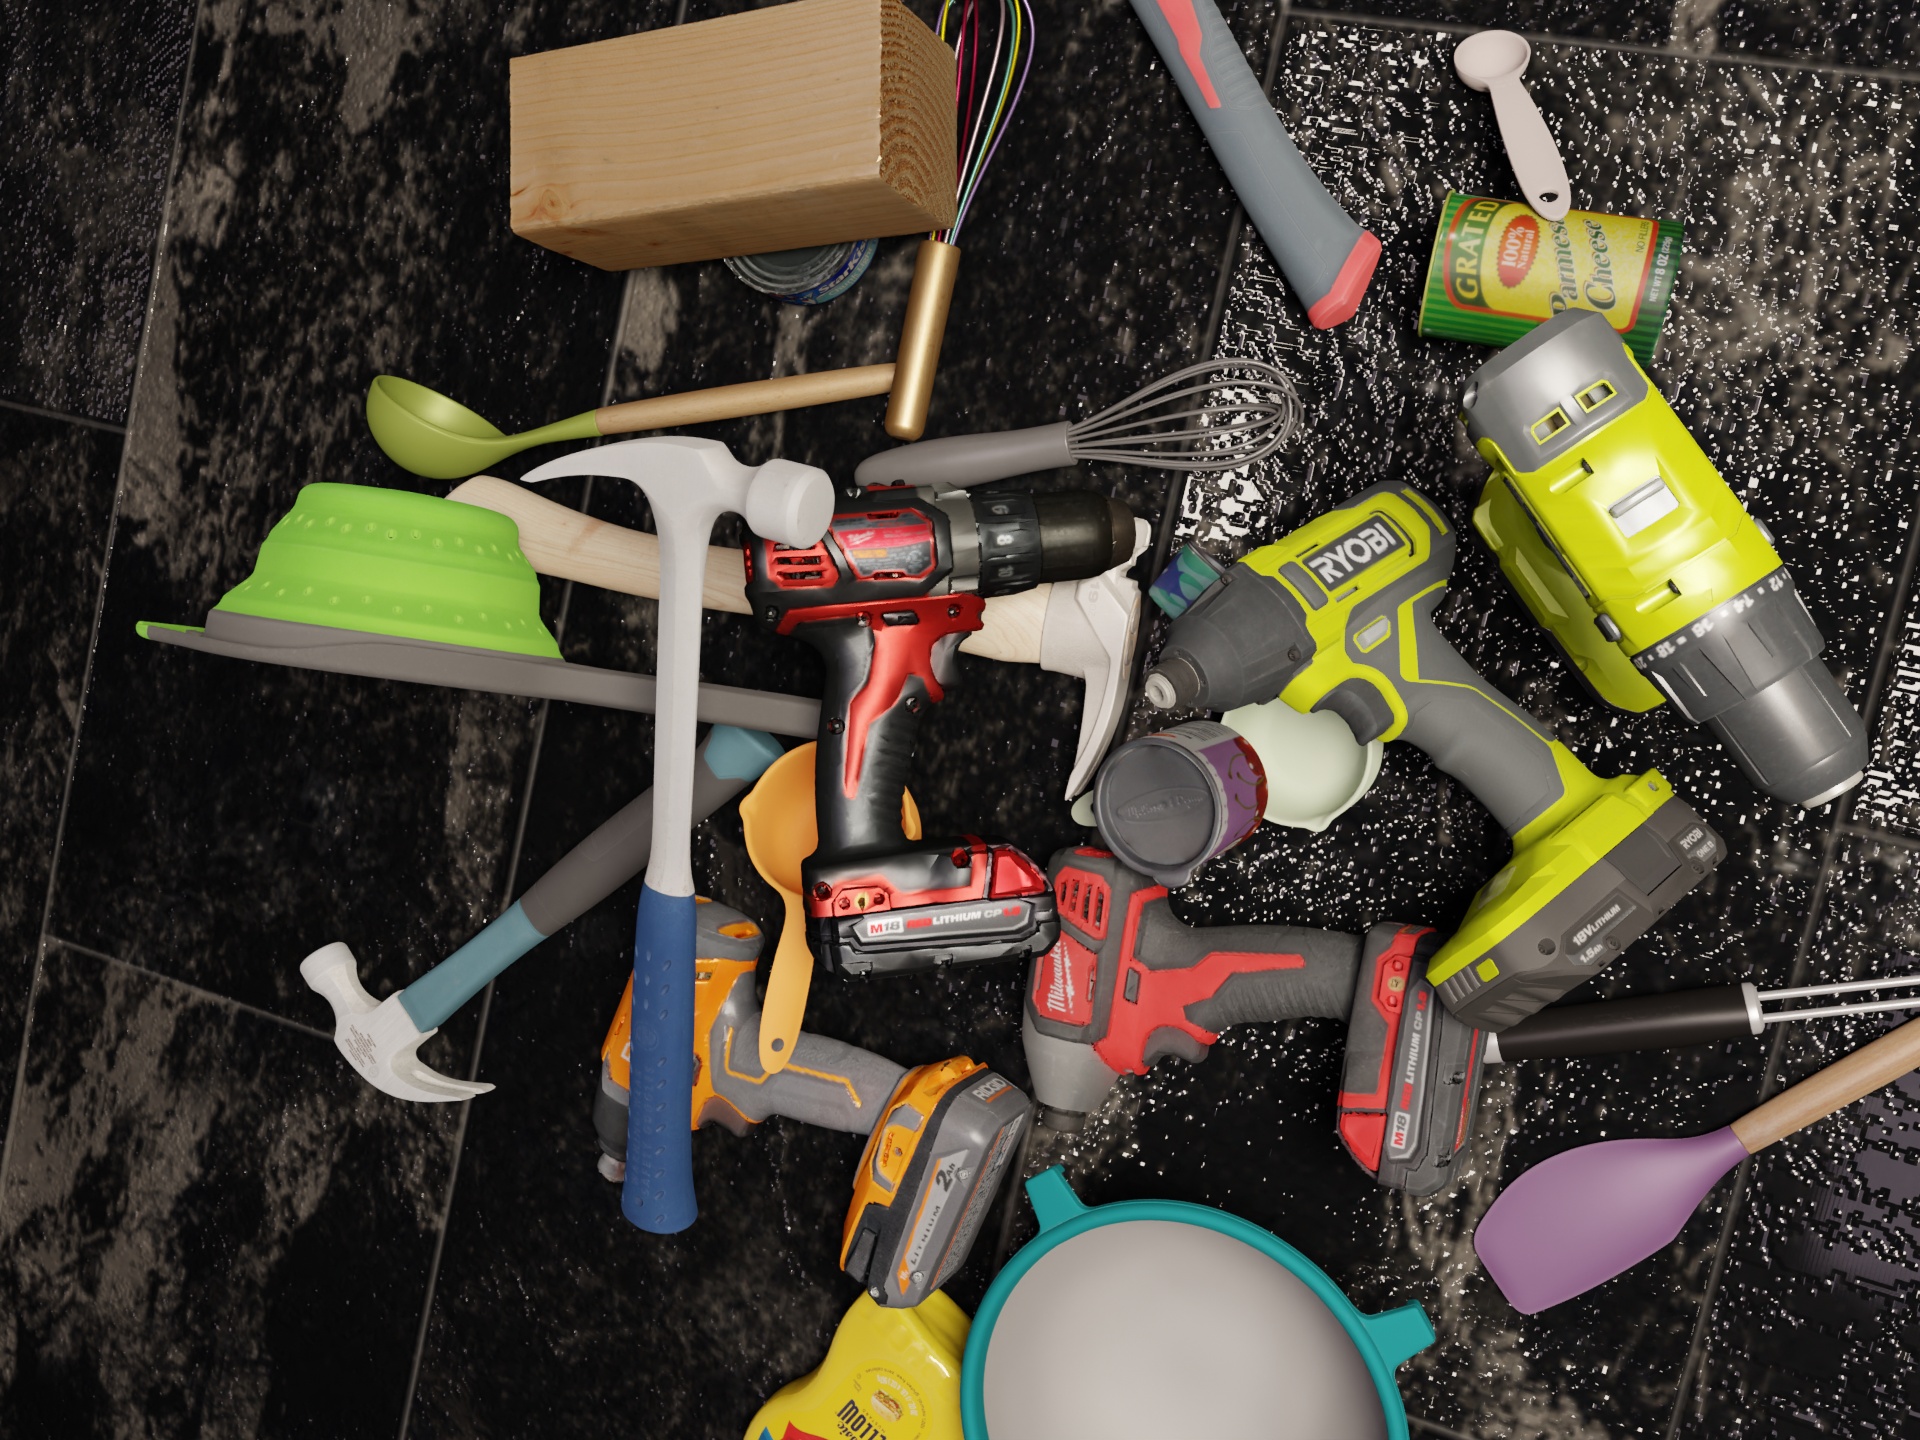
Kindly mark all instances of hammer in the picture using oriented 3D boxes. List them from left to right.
[{"bbox_3d":[-0.234,0.103,0.909,0.331,0.033,0.128,-38,80,15],"label":"hammer"},{"bbox_3d":[-0.140,0.066,0.747,0.144,0.035,0.405,17,115,24],"label":"hammer"},{"bbox_3d":[-0.108,-0.065,0.865,0.411,0.038,0.146,11,96,17],"label":"hammer"},{"bbox_3d":[0.087,-0.361,0.796,0.143,0.038,0.386,-28,83,17],"label":"hammer"}]

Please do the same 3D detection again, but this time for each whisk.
[{"bbox_3d":[-0.010,-0.267,0.819,0.051,0.047,0.245,13,93,18],"label":"whisk"},{"bbox_3d":[0.054,-0.142,0.808,0.239,0.055,0.055,-7,89,21],"label":"whisk"}]

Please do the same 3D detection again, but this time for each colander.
[{"bbox_3d":[-0.214,-0.059,0.826,0.397,0.204,0.094,8,91,7],"label":"colander"}]

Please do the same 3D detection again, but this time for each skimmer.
[{"bbox_3d":[0.398,0.101,0.671,0.363,0.090,0.127,-13,51,24],"label":"skimmer"}]

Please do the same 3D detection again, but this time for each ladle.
[{"bbox_3d":[-0.175,-0.180,0.874,0.320,0.078,0.062,-6,99,11],"label":"ladle"}]

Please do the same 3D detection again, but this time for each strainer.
[{"bbox_3d":[0.098,0.388,0.781,0.211,0.095,0.340,16,98,19],"label":"strainer"}]

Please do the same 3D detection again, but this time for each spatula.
[{"bbox_3d":[0.378,0.177,0.727,0.316,0.018,0.060,-36,75,16],"label":"spatula"}]

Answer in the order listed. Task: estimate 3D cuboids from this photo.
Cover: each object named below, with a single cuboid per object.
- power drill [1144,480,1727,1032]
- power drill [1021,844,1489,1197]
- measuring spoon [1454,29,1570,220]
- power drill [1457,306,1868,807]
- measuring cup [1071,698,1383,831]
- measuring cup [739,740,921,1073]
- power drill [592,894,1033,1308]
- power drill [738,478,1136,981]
[{"bbox_3d":[0.197,0.013,0.686,0.171,0.080,0.223,-30,72,-28],"label":"power drill"},{"bbox_3d":[0.133,0.148,0.764,0.220,0.078,0.143,10,89,26],"label":"power drill"},{"bbox_3d":[0.256,-0.270,0.731,0.034,0.018,0.124,-11,60,8],"label":"measuring spoon"},{"bbox_3d":[0.277,-0.057,0.642,0.080,0.228,0.190,-35,81,15],"label":"power drill"},{"bbox_3d":[0.132,0.024,0.797,0.167,0.038,0.083,-20,87,34],"label":"measuring cup"},{"bbox_3d":[-0.072,0.098,0.822,0.095,0.052,0.174,7,72,14],"label":"measuring cup"},{"bbox_3d":[-0.093,0.212,0.845,0.226,0.084,0.164,26,100,19],"label":"power drill"},{"bbox_3d":[-0.001,-0.002,0.754,0.188,0.080,0.227,-6,91,-10],"label":"power drill"}]
